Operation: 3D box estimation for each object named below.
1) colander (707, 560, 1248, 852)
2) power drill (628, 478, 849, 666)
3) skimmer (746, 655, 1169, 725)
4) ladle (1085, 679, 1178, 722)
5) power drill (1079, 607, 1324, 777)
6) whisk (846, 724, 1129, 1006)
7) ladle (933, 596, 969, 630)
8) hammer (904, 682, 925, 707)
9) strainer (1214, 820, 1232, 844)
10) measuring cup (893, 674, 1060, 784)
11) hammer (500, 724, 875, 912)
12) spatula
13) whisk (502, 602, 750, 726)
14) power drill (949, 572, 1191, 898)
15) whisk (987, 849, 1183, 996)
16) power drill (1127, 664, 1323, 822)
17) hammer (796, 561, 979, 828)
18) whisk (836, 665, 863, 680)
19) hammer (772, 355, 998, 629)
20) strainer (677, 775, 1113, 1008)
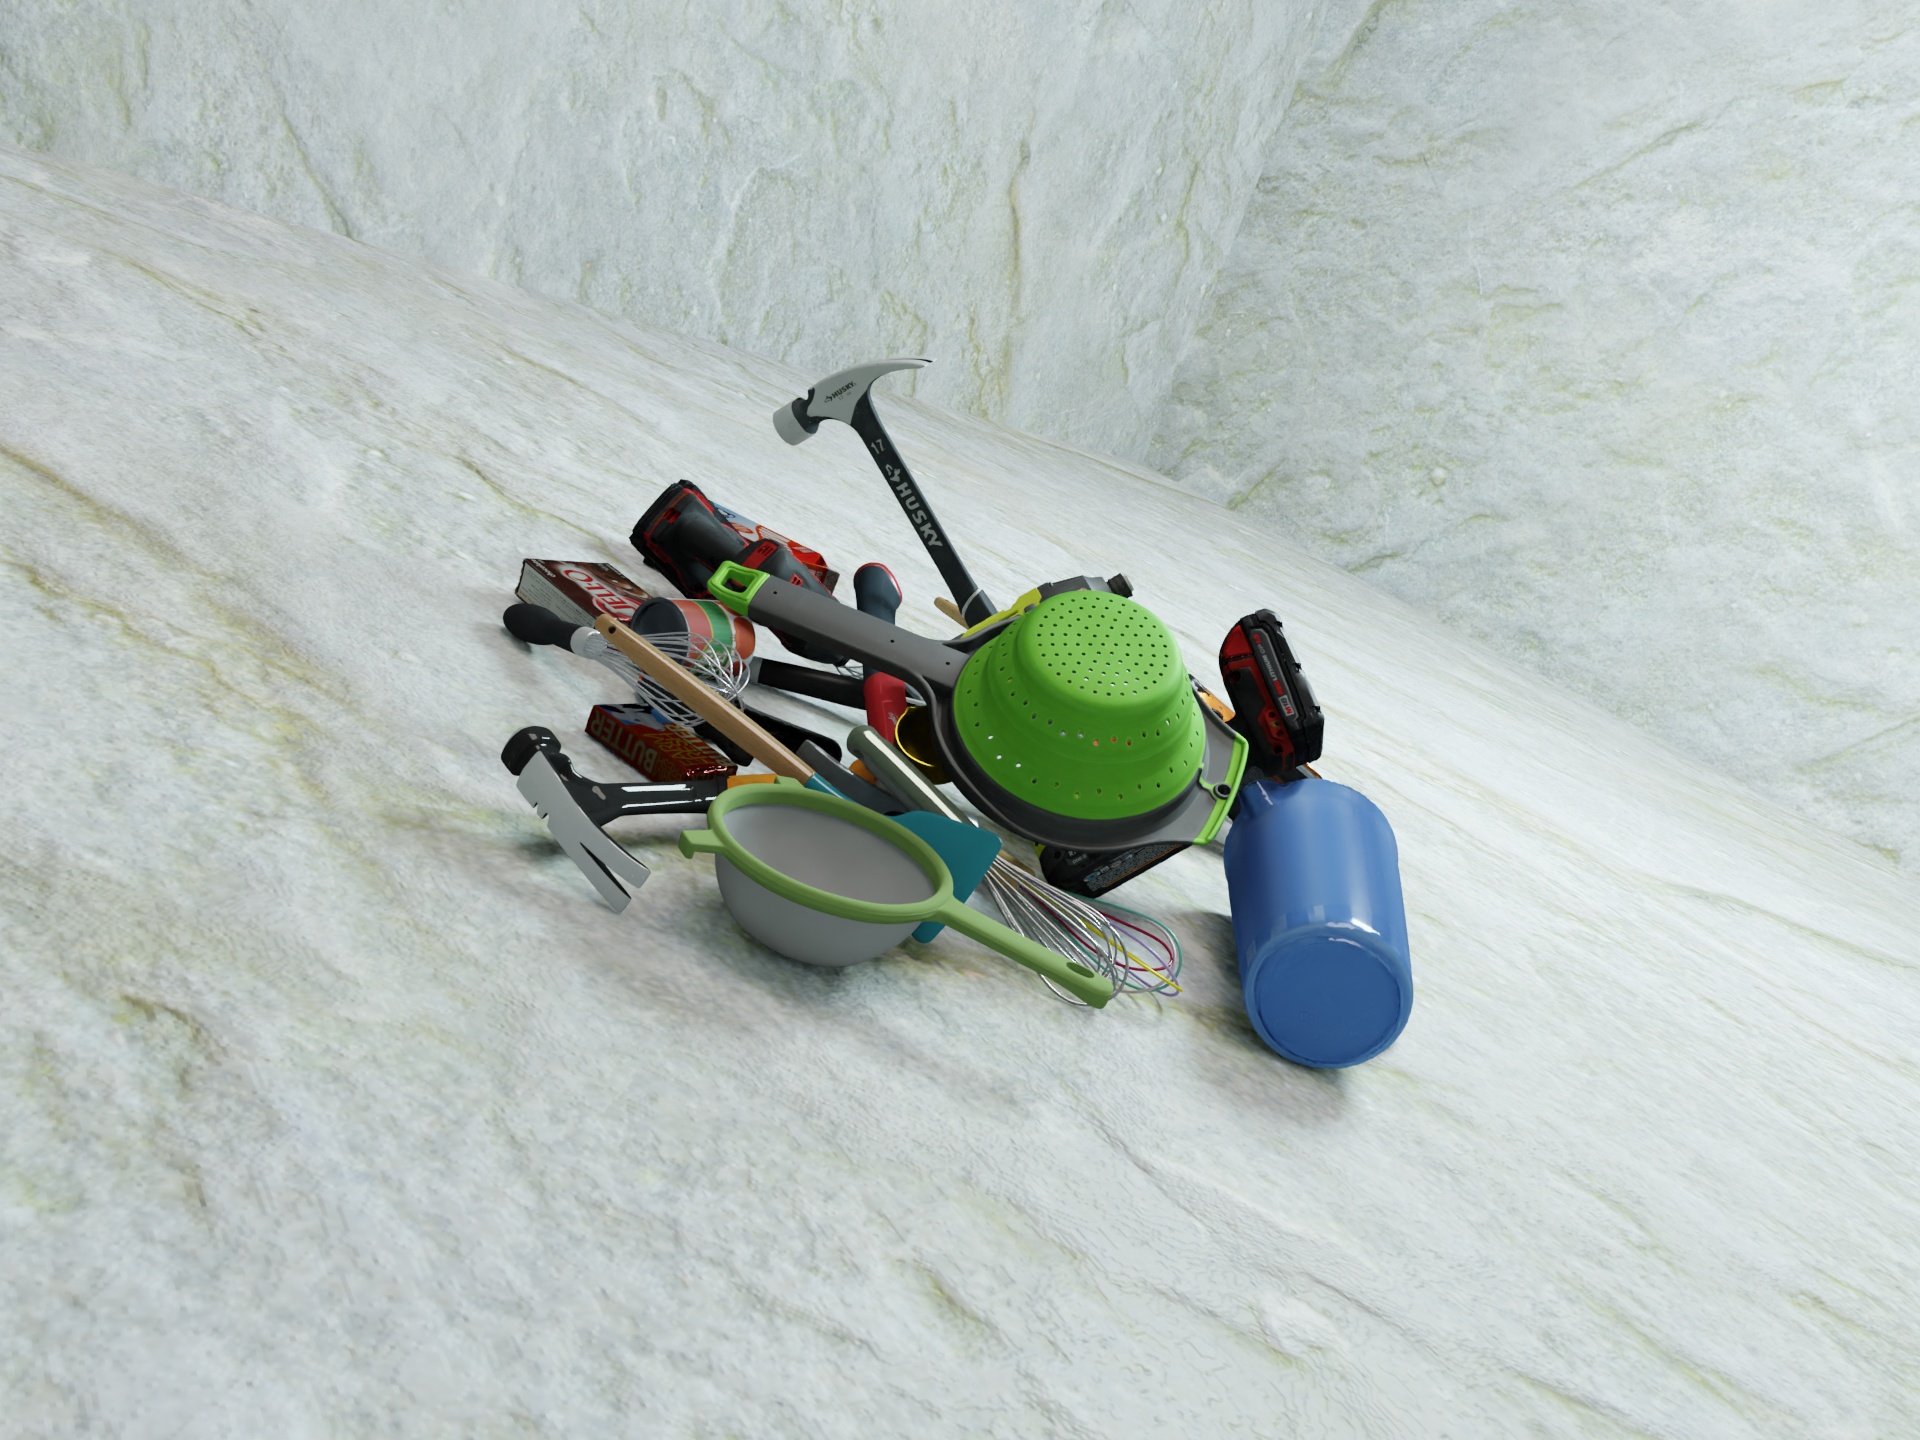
[{"bbox_3d":[0.011,-0.050,1.078,0.397,0.094,0.205,22,50,8],"label":"colander"},{"bbox_3d":[-0.184,-0.122,1.397,0.220,0.078,0.143,32,-11,44],"label":"power drill"},{"bbox_3d":[-0.002,-0.004,1.318,0.363,0.127,0.090,14,-3,0],"label":"skimmer"},{"bbox_3d":[0.109,-0.018,1.463,0.078,0.062,0.320,1,15,-41],"label":"ladle"},{"bbox_3d":[0.152,-0.010,1.248,0.080,0.226,0.188,59,10,-68],"label":"power drill"},{"bbox_3d":[0.013,0.090,1.034,0.246,0.059,0.057,44,-22,14],"label":"whisk"},{"bbox_3d":[0.077,-0.053,1.563,0.069,0.031,0.316,1,27,-46],"label":"ladle"},{"bbox_3d":[0.062,-0.013,1.524,0.330,0.033,0.128,2,27,-48],"label":"hammer"},{"bbox_3d":[0.212,0.090,1.378,0.258,0.050,0.086,29,-11,7],"label":"strainer"},{"bbox_3d":[0.018,0.001,1.123,0.156,0.029,0.062,-26,58,-34],"label":"measuring cup"},{"bbox_3d":[-0.139,0.055,1.046,0.127,0.034,0.336,47,23,23],"label":"hammer"},{"bbox_3d":[-0.118,0.021,1.032,0.317,0.082,0.044,36,-8,11],"label":"spatula"},{"bbox_3d":[-0.254,-0.051,1.164,0.285,0.070,0.070,18,11,40],"label":"whisk"},{"bbox_3d":[0.090,0.003,1.182,0.223,0.171,0.080,62,5,25],"label":"power drill"},{"bbox_3d":[0.059,0.120,1.098,0.047,0.051,0.245,-6,28,-46],"label":"whisk"},{"bbox_3d":[0.242,0.024,1.487,0.164,0.084,0.227,38,9,-23],"label":"power drill"},{"bbox_3d":[-0.072,-0.035,1.235,0.143,0.038,0.387,28,23,-22],"label":"hammer"},{"bbox_3d":[-0.048,-0.060,1.522,0.055,0.055,0.238,32,15,31],"label":"whisk"},{"bbox_3d":[0.004,-0.120,1.355,0.408,0.149,0.036,58,29,-11],"label":"hammer"},{"bbox_3d":[-0.038,0.122,0.927,0.256,0.069,0.151,26,17,10],"label":"strainer"}]
